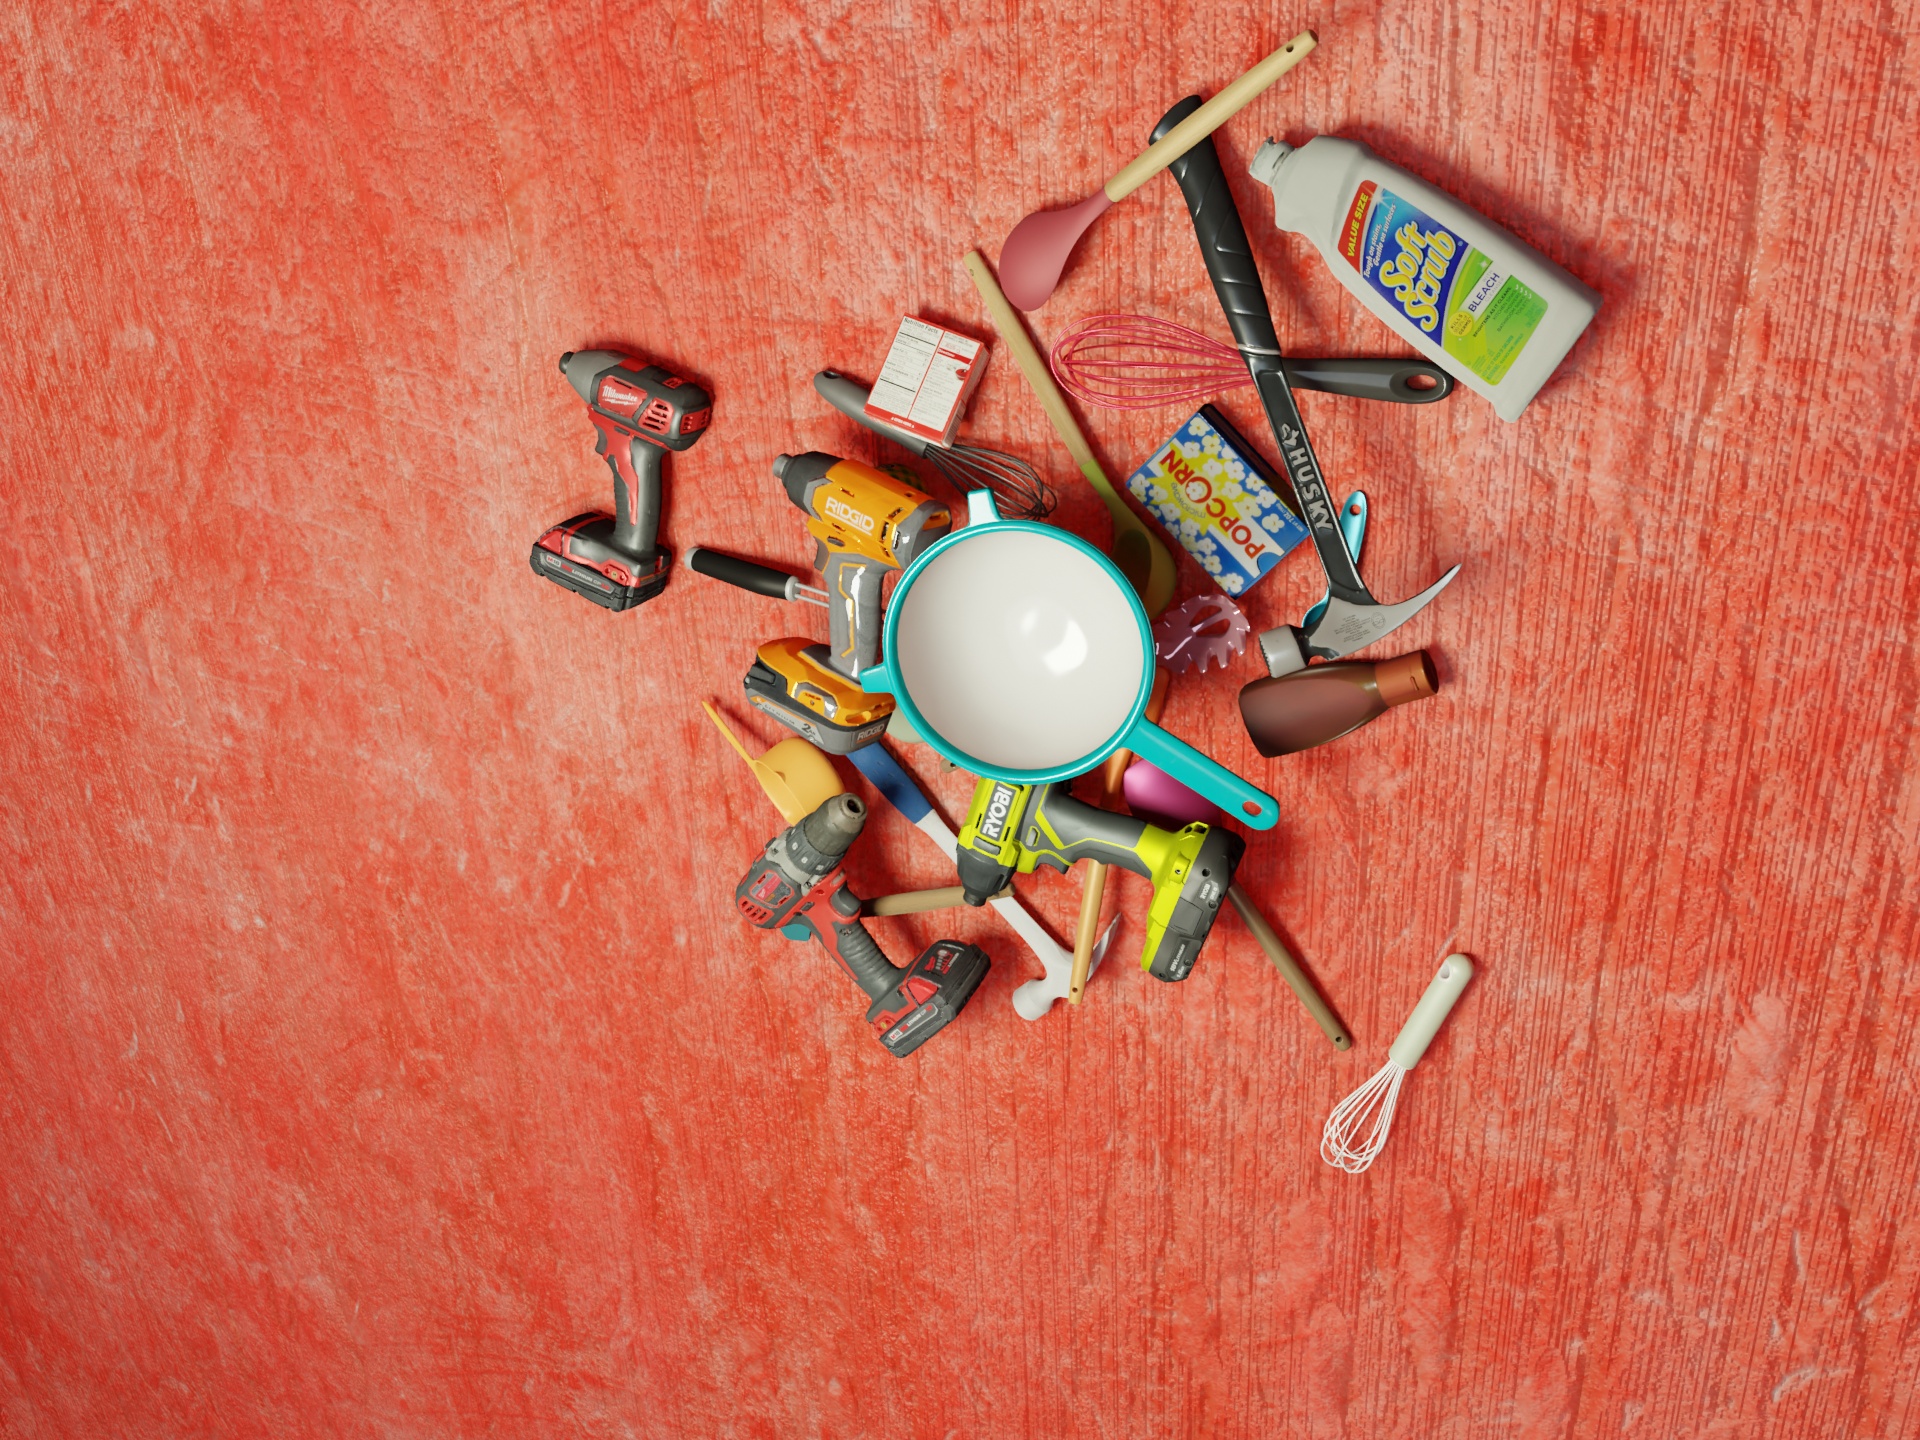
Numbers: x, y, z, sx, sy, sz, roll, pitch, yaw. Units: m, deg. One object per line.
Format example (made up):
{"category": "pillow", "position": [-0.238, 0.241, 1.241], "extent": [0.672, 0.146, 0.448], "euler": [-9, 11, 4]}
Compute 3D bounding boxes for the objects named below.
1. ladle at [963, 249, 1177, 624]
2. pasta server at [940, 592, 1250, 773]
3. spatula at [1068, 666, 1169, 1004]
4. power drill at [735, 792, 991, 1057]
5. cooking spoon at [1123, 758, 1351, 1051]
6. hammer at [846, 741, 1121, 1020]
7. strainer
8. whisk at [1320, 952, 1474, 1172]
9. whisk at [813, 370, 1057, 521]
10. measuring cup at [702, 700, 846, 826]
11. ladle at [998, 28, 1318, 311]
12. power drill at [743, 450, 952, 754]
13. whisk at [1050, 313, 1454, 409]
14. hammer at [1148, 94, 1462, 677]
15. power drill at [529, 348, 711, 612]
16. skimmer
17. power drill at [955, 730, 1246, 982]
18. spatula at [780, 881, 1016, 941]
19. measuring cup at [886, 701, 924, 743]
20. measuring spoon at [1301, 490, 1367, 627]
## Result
{"category": "ladle", "position": [0.078, -0.221, 1.251], "extent": [0.320, 0.062, 0.078], "euler": [60, 155, -5]}
{"category": "pasta server", "position": [0.102, -0.022, 1.308], "extent": [0.316, 0.040, 0.060], "euler": [-29, 101, 30]}
{"category": "spatula", "position": [0.120, 0.098, 1.366], "extent": [0.081, 0.041, 0.322], "euler": [13, 106, 20]}
{"category": "power drill", "position": [-0.082, 0.177, 1.429], "extent": [0.226, 0.080, 0.188], "euler": [43, 131, -2]}
{"category": "cooking spoon", "position": [0.242, 0.159, 1.351], "extent": [0.069, 0.017, 0.318], "euler": [-34, 102, 14]}
{"category": "hammer", "position": [-0.022, 0.092, 1.456], "extent": [0.405, 0.035, 0.144], "euler": [47, 124, -1]}
{"category": "strainer", "position": [0.106, -0.029, 1.242], "extent": [0.340, 0.095, 0.211], "euler": [33, 115, 0]}
{"category": "whisk", "position": [0.373, 0.294, 1.354], "extent": [0.059, 0.058, 0.246], "euler": [11, 120, -18]}
{"category": "whisk", "position": [-0.024, -0.227, 1.306], "extent": [0.239, 0.055, 0.055], "euler": [33, 123, 15]}
{"category": "measuring cup", "position": [-0.173, 0.029, 1.489], "extent": [0.174, 0.052, 0.095], "euler": [47, 160, 21]}
{"category": "ladle", "position": [0.126, -0.384, 1.119], "extent": [0.315, 0.031, 0.069], "euler": [-27, 75, 46]}
{"category": "power drill", "position": [-0.106, -0.105, 1.305], "extent": [0.164, 0.084, 0.226], "euler": [30, 119, 25]}
{"category": "whisk", "position": [0.210, -0.257, 1.170], "extent": [0.296, 0.073, 0.073], "euler": [8, 116, 16]}
{"category": "hammer", "position": [0.223, -0.245, 1.123], "extent": [0.149, 0.036, 0.409], "euler": [-19, 89, 10]}
{"category": "power drill", "position": [-0.312, -0.222, 1.432], "extent": [0.143, 0.078, 0.219], "euler": [26, 119, 13]}
{"category": "skimmer", "position": [-0.082, -0.103, 1.398], "extent": [0.363, 0.090, 0.127], "euler": [19, 109, 29]}
{"category": "power drill", "position": [0.108, 0.119, 1.324], "extent": [0.223, 0.080, 0.171], "euler": [24, 119, 12]}
{"category": "spatula", "position": [-0.077, 0.169, 1.497], "extent": [0.317, 0.044, 0.082], "euler": [-11, 109, 35]}
{"category": "measuring cup", "position": [-0.002, -0.004, 1.399], "extent": [0.168, 0.038, 0.083], "euler": [16, 119, 21]}
{"category": "measuring spoon", "position": [0.294, -0.114, 1.220], "extent": [0.042, 0.021, 0.128], "euler": [15, 109, 19]}
